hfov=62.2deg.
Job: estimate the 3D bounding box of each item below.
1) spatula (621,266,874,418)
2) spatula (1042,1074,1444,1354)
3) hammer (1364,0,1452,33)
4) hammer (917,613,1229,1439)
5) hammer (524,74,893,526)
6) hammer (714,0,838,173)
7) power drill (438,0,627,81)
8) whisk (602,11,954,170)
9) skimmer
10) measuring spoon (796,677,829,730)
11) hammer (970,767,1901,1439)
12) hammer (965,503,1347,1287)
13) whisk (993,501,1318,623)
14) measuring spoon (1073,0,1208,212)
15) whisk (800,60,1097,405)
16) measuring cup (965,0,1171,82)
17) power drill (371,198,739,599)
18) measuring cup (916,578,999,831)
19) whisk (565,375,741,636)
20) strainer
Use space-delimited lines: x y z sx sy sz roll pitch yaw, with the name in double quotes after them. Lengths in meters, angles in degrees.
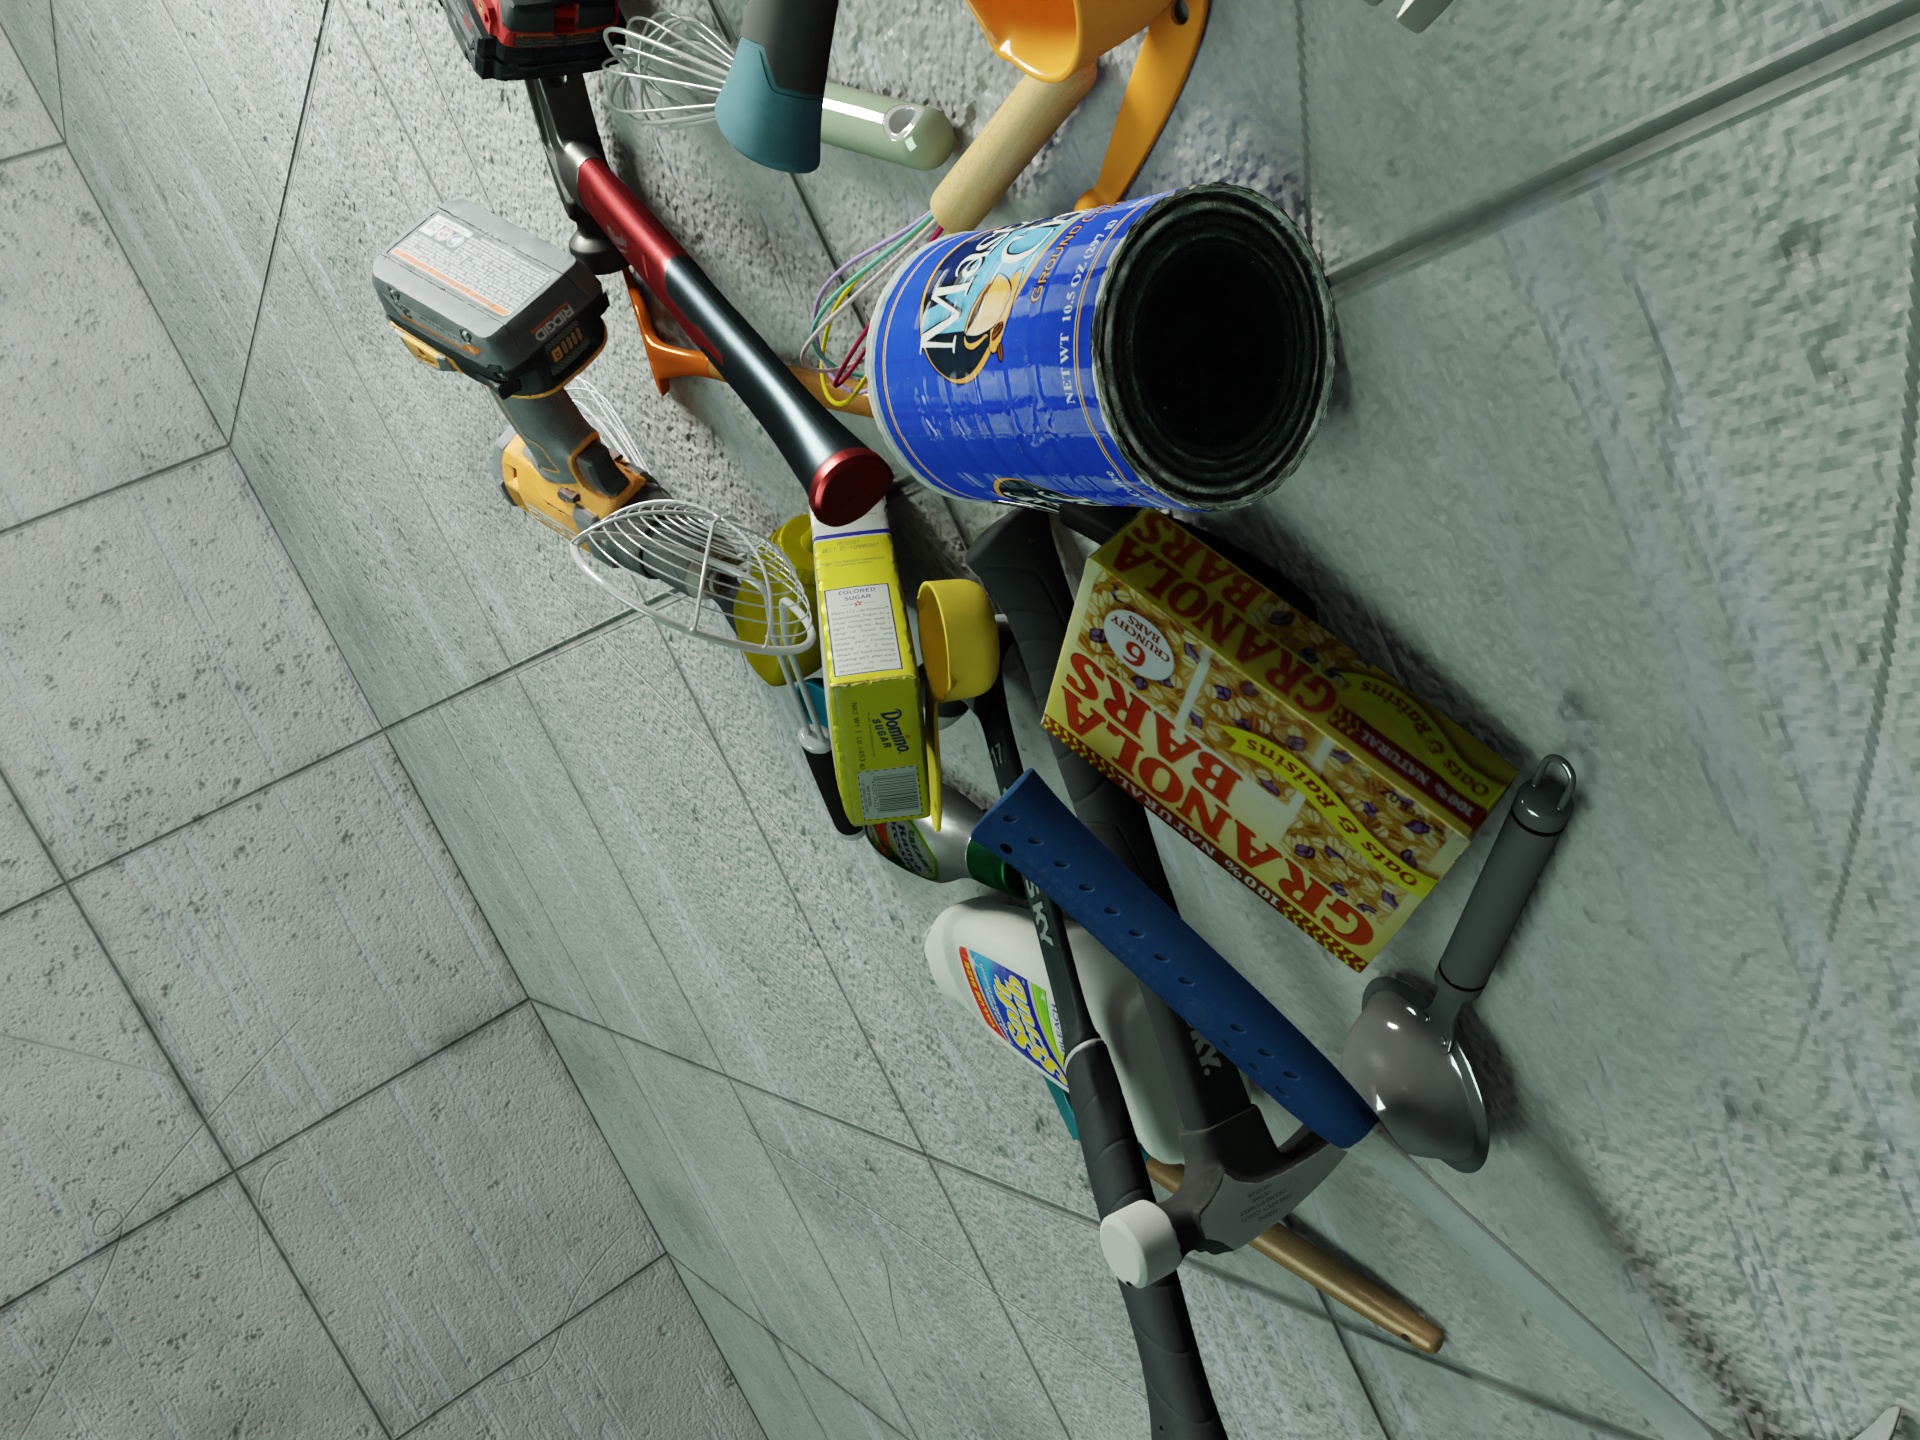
-0.111 -0.193 0.864 0.323 0.041 0.081 24 136 45 "spatula"
0.133 0.250 0.883 0.318 0.044 0.082 24 136 44 "spatula"
0.013 -0.315 0.443 0.411 0.038 0.146 42 116 39 "hammer"
0.057 0.140 0.751 0.149 0.036 0.409 -42 59 60 "hammer"
-0.134 -0.219 0.772 0.387 0.038 0.143 51 158 42 "hammer"
-0.026 -0.321 0.429 0.128 0.033 0.330 42 127 44 "hammer"
-0.195 -0.416 0.719 0.143 0.078 0.219 63 152 15 "power drill"
-0.087 -0.279 0.714 0.247 0.058 0.059 32 177 40 "whisk"
-0.114 0.000 0.900 0.127 0.090 0.363 33 159 24 "skimmer"
-0.060 -0.022 0.960 0.042 0.021 0.128 55 145 -6 "measuring spoon"
0.167 0.165 0.618 0.405 0.035 0.144 42 146 7 "hammer"
0.079 0.061 0.703 0.035 0.146 0.335 -26 82 62 "hammer"
0.050 -0.093 0.656 0.239 0.055 0.055 35 145 34 "whisk"
0.060 -0.209 0.551 0.021 0.011 0.116 53 153 14 "measuring spoon"
-0.011 -0.195 0.658 0.051 0.047 0.245 30 154 -16 "whisk"
0.009 -0.286 0.506 0.174 0.052 0.095 56 172 15 "measuring cup"
-0.222 -0.168 0.918 0.185 0.084 0.226 32 158 25 "power drill"
-0.001 -0.002 0.772 0.156 0.029 0.062 91 164 -44 "measuring cup"
-0.199 -0.132 1.050 0.285 0.070 0.070 45 151 18 "whisk"
0.189 0.103 0.615 0.258 0.050 0.087 95 152 -45 "strainer"
